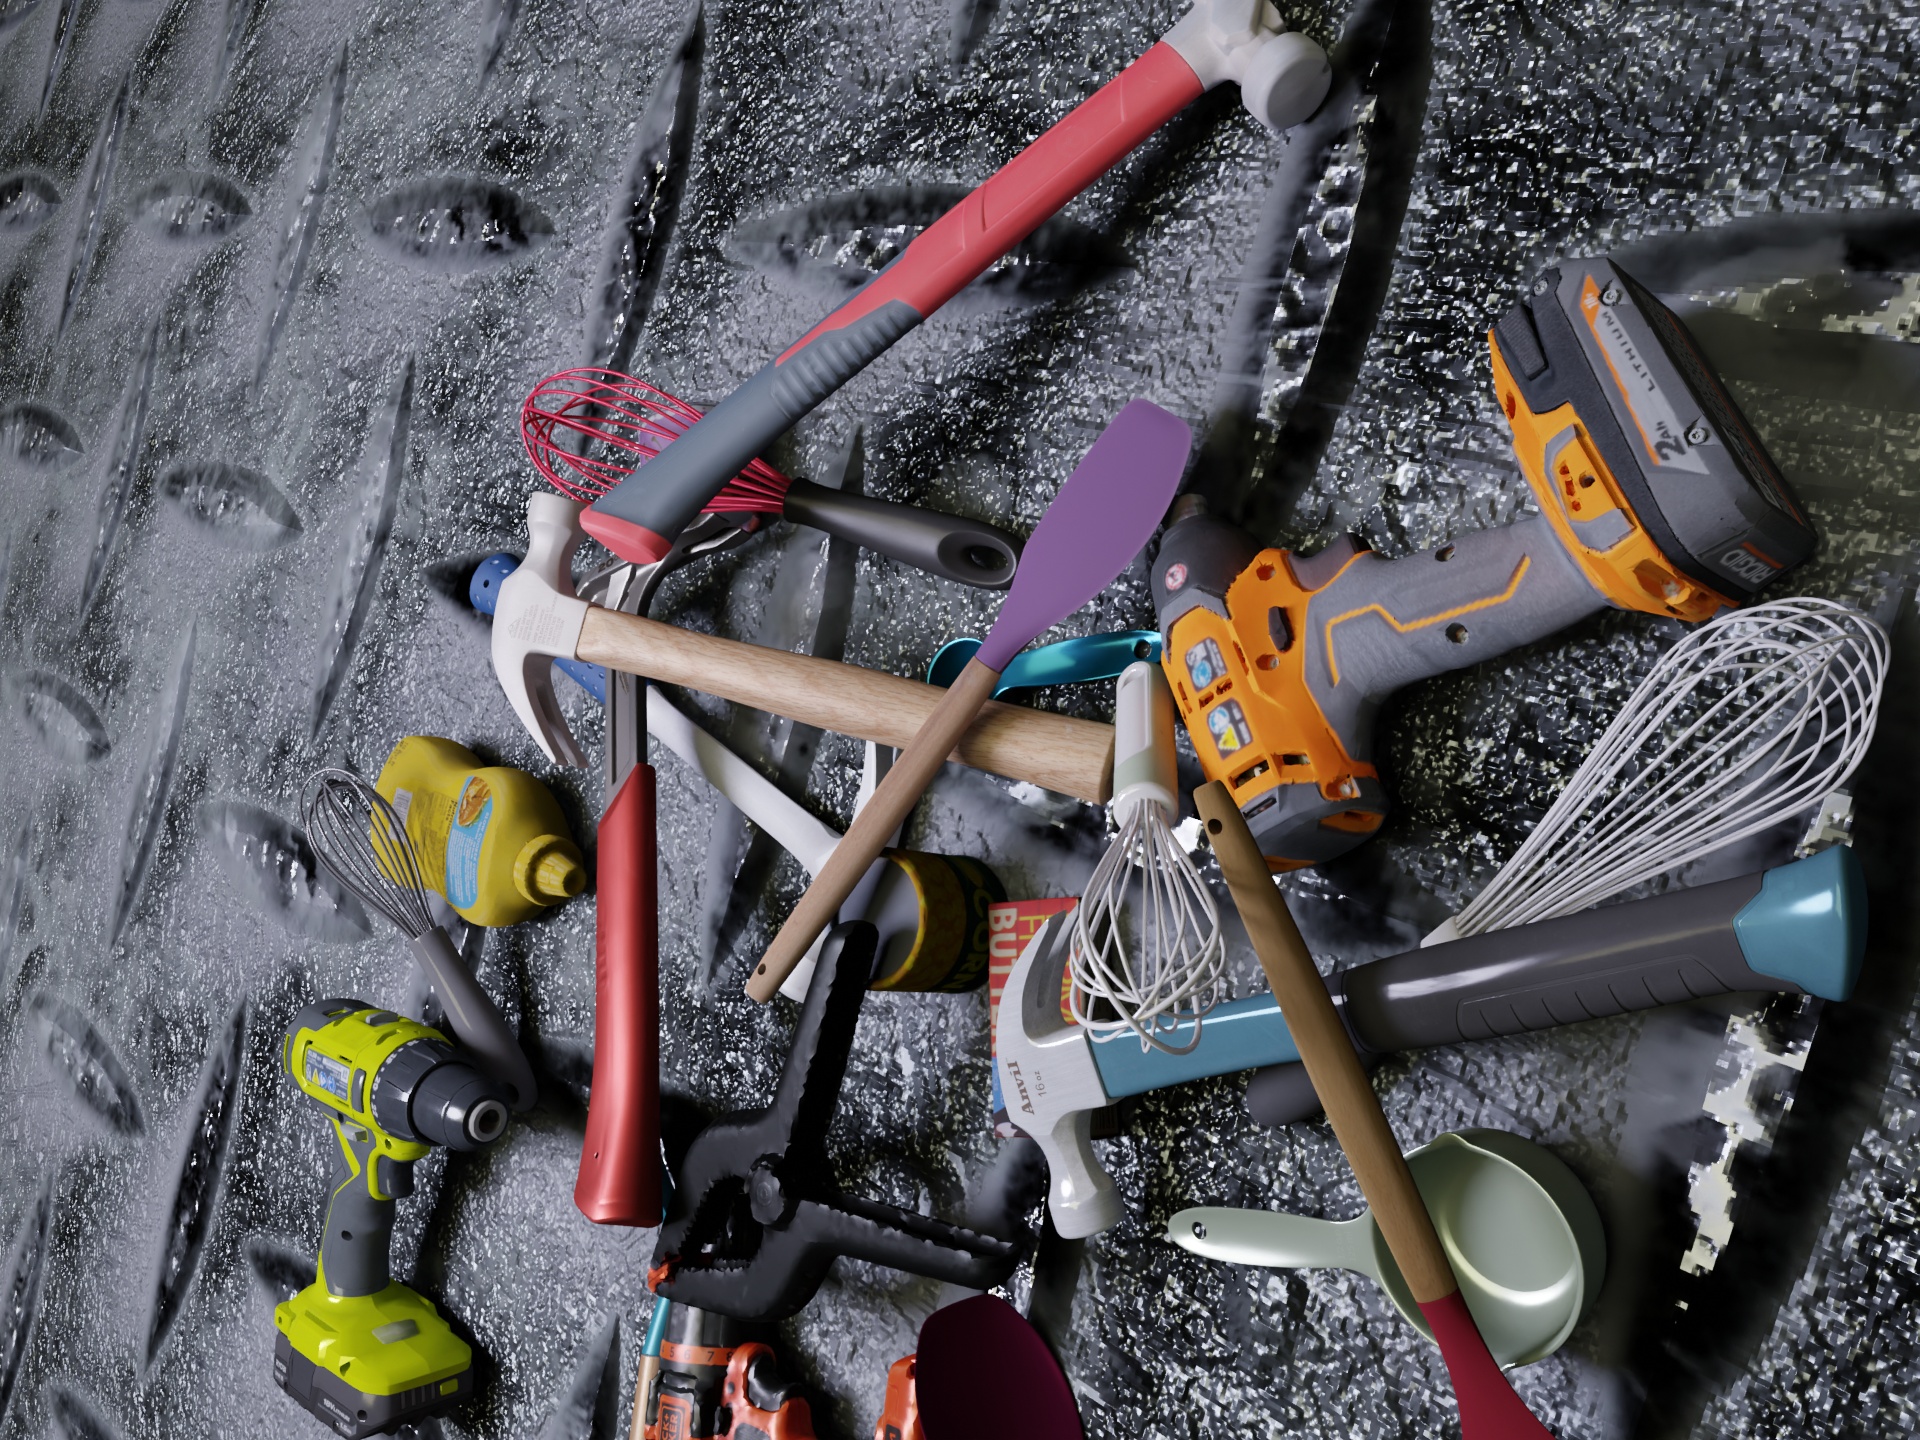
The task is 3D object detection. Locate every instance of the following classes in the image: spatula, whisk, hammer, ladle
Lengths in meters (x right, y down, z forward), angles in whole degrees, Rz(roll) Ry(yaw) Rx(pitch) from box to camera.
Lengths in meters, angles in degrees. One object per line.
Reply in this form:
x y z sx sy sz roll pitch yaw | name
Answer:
-0.001 -0.002 0.693 0.316 0.018 0.060 -54 46 8 | spatula
-0.322 0.132 0.950 0.055 0.055 0.239 -35 86 31 | whisk
-0.026 -0.213 0.737 0.386 0.038 0.143 -37 57 8 | hammer
-0.082 -0.015 0.752 0.331 0.031 0.130 15 90 21 | hammer
-0.163 0.070 0.809 0.149 0.036 0.359 -23 59 31 | hammer
-0.167 0.346 0.801 0.044 0.082 0.318 5 75 -3 | spatula
-0.100 -0.116 0.795 0.296 0.073 0.073 19 95 18 | whisk
0.148 0.164 0.528 0.069 0.031 0.315 -31 79 39 | ladle
-0.170 -0.009 0.901 0.406 0.035 0.144 34 104 40 | hammer
0.068 0.038 0.593 0.058 0.059 0.246 -39 17 23 | whisk
0.199 0.063 0.558 0.284 0.070 0.070 -49 54 30 | whisk
0.141 0.103 0.557 0.331 0.033 0.128 -22 85 40 | hammer

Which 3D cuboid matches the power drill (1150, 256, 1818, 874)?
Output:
0.168 -0.063 0.591 0.226 0.084 0.164 -37 57 34 | power drill

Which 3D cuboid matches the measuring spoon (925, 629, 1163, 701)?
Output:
0.043 -0.023 0.736 0.128 0.021 0.042 -9 75 30 | measuring spoon

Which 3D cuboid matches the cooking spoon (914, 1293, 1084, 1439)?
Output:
0.053 0.388 0.625 0.017 0.068 0.319 -54 52 54 | cooking spoon

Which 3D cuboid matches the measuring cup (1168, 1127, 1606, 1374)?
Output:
0.151 0.186 0.580 0.167 0.038 0.083 -13 86 44 | measuring cup

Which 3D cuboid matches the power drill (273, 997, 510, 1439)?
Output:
-0.333 0.290 0.934 0.191 0.080 0.228 7 94 42 | power drill
